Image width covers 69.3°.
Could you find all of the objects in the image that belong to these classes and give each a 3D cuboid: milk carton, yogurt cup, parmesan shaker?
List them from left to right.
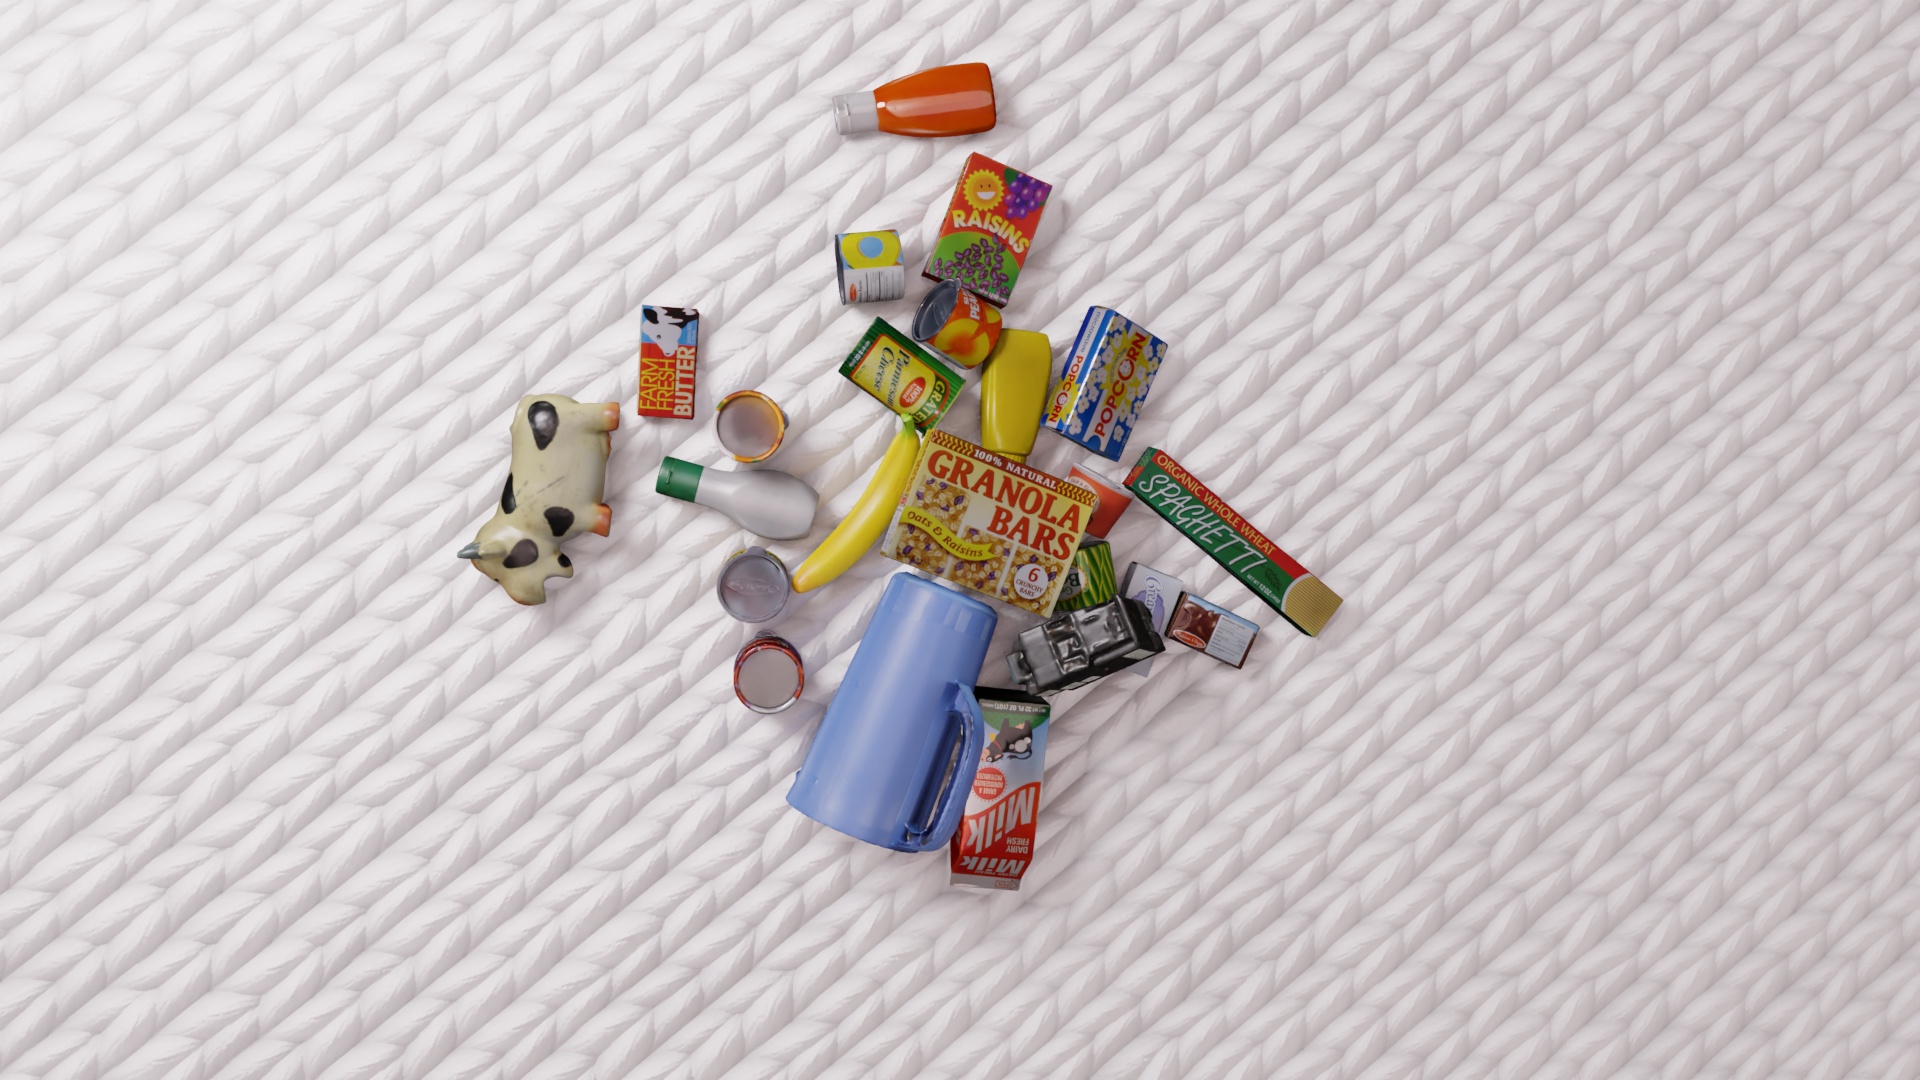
[{"bbox_3d":[-0.057,-0.152,1.301,0.103,0.071,0.071,35,88,-8],"label":"parmesan shaker"},{"bbox_3d":[0.035,0.241,1.332,0.072,0.073,0.190,7,93,-9],"label":"milk carton"},{"bbox_3d":[0.126,-0.037,1.336,0.072,0.072,0.054,27,97,-9],"label":"yogurt cup"}]

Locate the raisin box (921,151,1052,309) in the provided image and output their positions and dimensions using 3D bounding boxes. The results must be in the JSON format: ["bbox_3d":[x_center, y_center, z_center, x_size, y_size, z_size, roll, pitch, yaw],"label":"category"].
[{"bbox_3d":[0.026,-0.293,1.318,0.086,0.040,0.123,21,91,-8],"label":"raisin box"}]

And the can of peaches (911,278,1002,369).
[{"bbox_3d":[-0.002,-0.202,1.297,0.058,0.071,0.071,29,89,-31],"label":"can of peaches"}]

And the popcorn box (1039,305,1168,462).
[{"bbox_3d":[0.137,-0.149,1.324,0.085,0.038,0.126,23,90,-42],"label":"popcorn box"}]

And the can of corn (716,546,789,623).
[{"bbox_3d":[-0.193,0.038,1.296,0.071,0.058,0.071,-1,94,-8],"label":"can of corn"}]

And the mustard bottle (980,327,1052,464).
[{"bbox_3d":[0.047,-0.120,1.326,0.065,0.049,0.160,8,93,-11],"label":"mustard bottle"}]

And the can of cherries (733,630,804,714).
[{"bbox_3d":[-0.181,0.123,1.302,0.071,0.058,0.071,-1,94,-8],"label":"can of cherries"}]

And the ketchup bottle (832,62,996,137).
[{"bbox_3d":[-0.044,-0.407,1.299,0.149,0.043,0.064,-9,94,-7],"label":"ketchup bottle"}]

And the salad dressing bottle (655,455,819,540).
[{"bbox_3d":[-0.208,-0.042,1.297,0.148,0.044,0.064,16,93,-8],"label":"salad dressing bottle"}]

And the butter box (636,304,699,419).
[{"bbox_3d":[-0.272,-0.165,1.290,0.053,0.024,0.103,3,93,-8],"label":"butter box"}]

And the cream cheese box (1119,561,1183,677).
[{"bbox_3d":[0.176,0.078,1.368,0.053,0.024,0.103,20,90,-10],"label":"cream cheese box"}]

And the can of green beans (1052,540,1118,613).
[{"bbox_3d":[0.116,0.034,1.336,0.071,0.071,0.057,-11,95,-7],"label":"can of green beans"}]

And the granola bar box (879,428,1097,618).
[{"bbox_3d":[0.025,-0.015,1.267,0.165,0.039,0.124,22,89,-15],"label":"granola bar box"}]

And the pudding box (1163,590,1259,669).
[{"bbox_3d":[0.248,0.088,1.376,0.084,0.030,0.049,24,91,-9],"label":"pudding box"}]

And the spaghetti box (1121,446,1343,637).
[{"bbox_3d":[0.270,0.002,1.375,0.250,0.028,0.050,38,87,-9],"label":"spaghetti box"}]

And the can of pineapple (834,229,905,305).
[{"bbox_3d":[-0.085,-0.256,1.291,0.058,0.071,0.071,-7,95,-8],"label":"can of pineapple"}]

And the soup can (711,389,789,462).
[{"bbox_3d":[-0.192,-0.105,1.275,0.071,0.084,0.071,0,93,-8],"label":"soup can"}]
